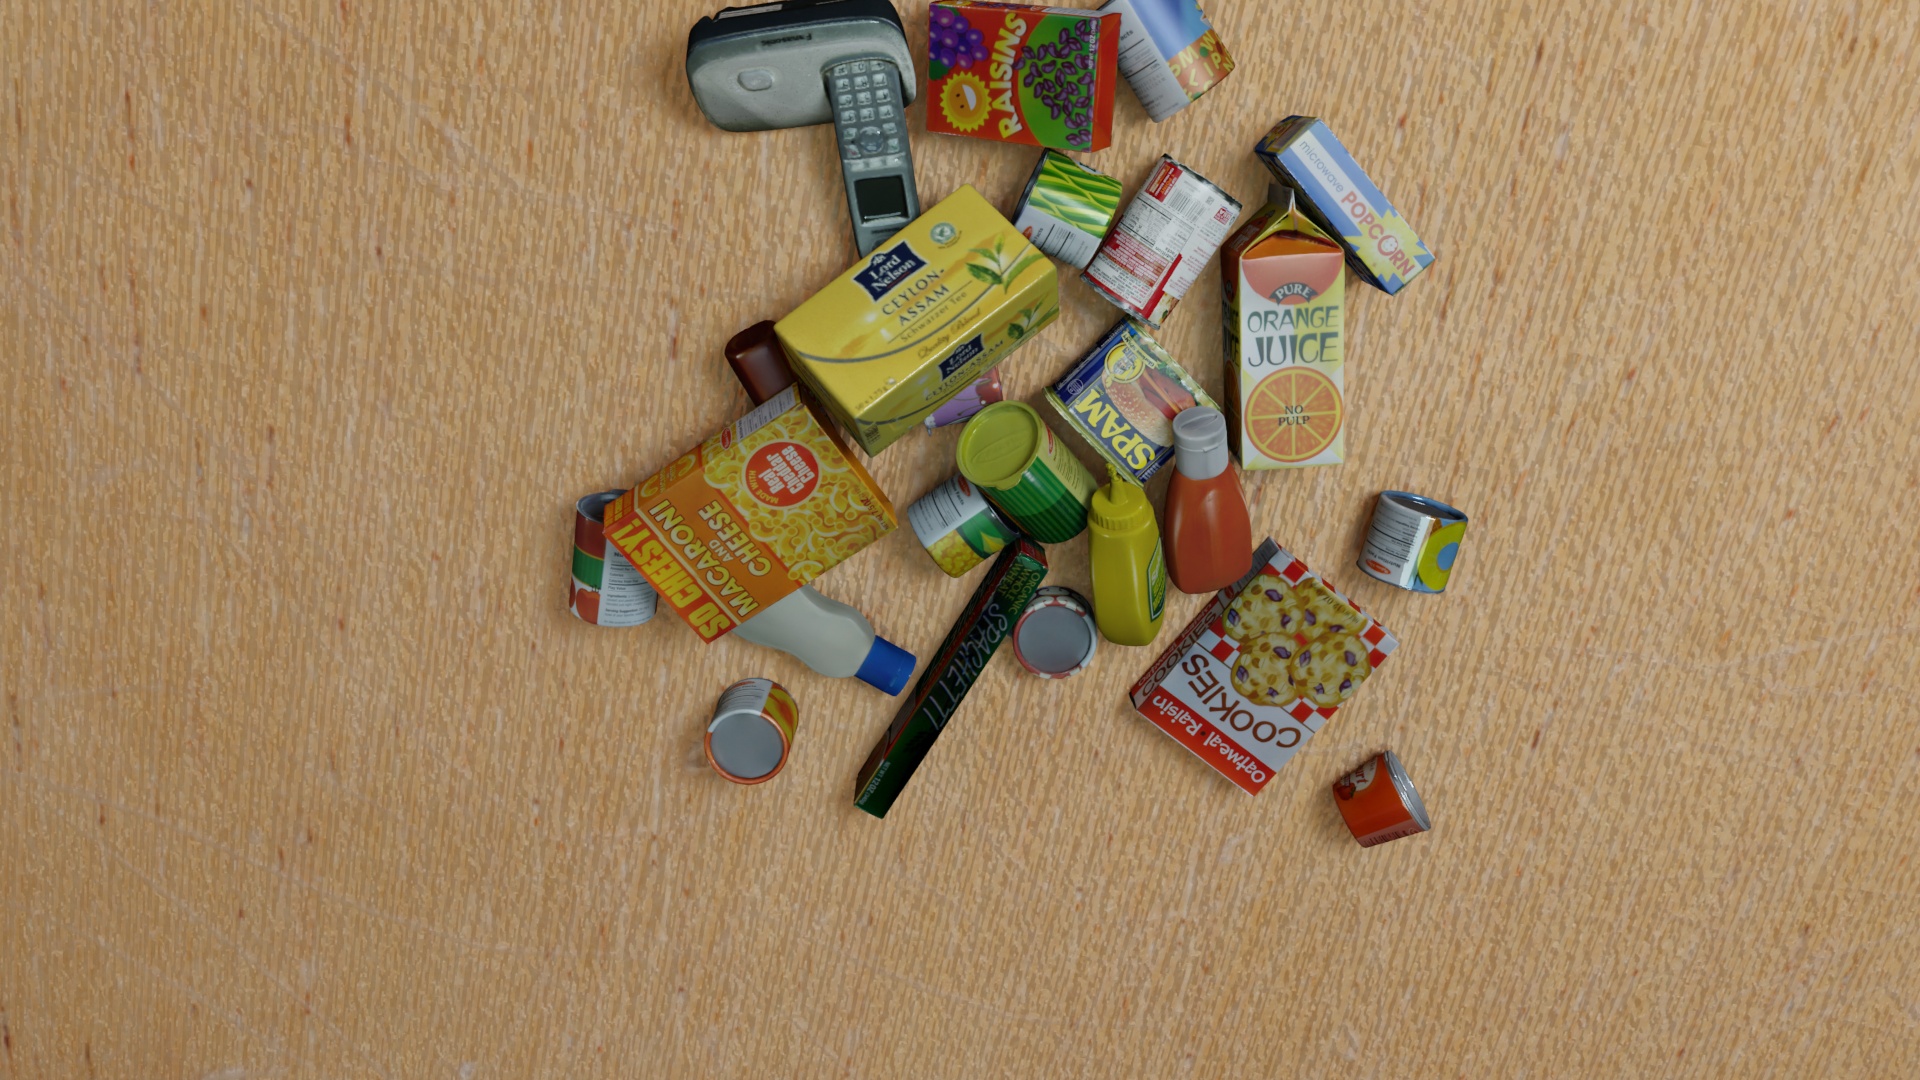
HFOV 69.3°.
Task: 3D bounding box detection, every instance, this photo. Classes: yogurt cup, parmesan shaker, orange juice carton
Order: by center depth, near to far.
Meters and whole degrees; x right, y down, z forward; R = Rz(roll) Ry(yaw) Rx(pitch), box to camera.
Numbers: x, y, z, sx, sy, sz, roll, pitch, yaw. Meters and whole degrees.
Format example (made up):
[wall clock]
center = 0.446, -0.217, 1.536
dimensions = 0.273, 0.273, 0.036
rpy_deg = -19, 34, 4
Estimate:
[orange juice carton]
center = 0.225, -0.151, 0.974
dimensions = 0.073, 0.072, 0.192
rpy_deg = -4, 108, 2
[parmesan shaker]
center = 0.050, -0.044, 0.987
dimensions = 0.071, 0.071, 0.103
rpy_deg = -34, 143, 11
[yogurt cup]
center = 0.329, 0.206, 1.092
dimensions = 0.054, 0.073, 0.072
rpy_deg = -30, 105, 18

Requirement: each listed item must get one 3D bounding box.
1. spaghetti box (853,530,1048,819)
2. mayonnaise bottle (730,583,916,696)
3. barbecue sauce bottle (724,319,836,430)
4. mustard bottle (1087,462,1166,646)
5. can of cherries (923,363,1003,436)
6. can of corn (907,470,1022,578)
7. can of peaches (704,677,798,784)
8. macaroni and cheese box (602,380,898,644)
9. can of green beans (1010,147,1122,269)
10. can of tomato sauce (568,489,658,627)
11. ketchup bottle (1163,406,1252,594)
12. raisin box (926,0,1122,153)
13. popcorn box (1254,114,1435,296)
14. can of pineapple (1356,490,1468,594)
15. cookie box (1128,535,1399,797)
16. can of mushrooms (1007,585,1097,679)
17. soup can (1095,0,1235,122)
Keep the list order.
[spaghetti box]
center = -0.009, 0.105, 1.071
dimensions = 0.028, 0.050, 0.249
rpy_deg = 30, 106, -10
[mayonnaise bottle]
center = -0.106, 0.071, 1.067
dimensions = 0.148, 0.041, 0.064
rpy_deg = 30, 106, -9
[barbecue sauce bottle]
center = -0.117, -0.085, 1.008
dimensions = 0.044, 0.065, 0.148
rpy_deg = -28, 114, 0
[mustard bottle]
center = 0.119, 0.007, 1.003
dimensions = 0.049, 0.066, 0.159
rpy_deg = 6, 137, 20
[can of cherries]
center = -0.001, -0.114, 0.993
dimensions = 0.058, 0.072, 0.071
rpy_deg = -10, 108, 3
[can of corn]
center = 0.004, -0.013, 1.026
dimensions = 0.058, 0.071, 0.071
rpy_deg = -34, 104, 12
[can of peaches]
center = -0.161, 0.151, 1.084
dimensions = 0.071, 0.058, 0.071
rpy_deg = 0, 107, 1
[macaroni and cheese box]
center = -0.148, -0.017, 0.983
dimensions = 0.166, 0.040, 0.123
rpy_deg = -31, 122, 8
[can of green beans]
center = 0.071, -0.228, 0.954
dimensions = 0.058, 0.071, 0.071
rpy_deg = 24, 107, -7
[can of tomato sauce]
center = -0.256, 0.013, 1.036
dimensions = 0.071, 0.071, 0.082
rpy_deg = 10, 111, -2
[ketchup bottle]
center = 0.176, -0.028, 0.998
dimensions = 0.065, 0.044, 0.148
rpy_deg = -20, 133, -7
[raisin box]
center = 0.040, -0.307, 0.914
dimensions = 0.123, 0.040, 0.085
rpy_deg = 15, 120, 24
[popcorn box]
center = 0.258, -0.229, 0.941
dimensions = 0.038, 0.085, 0.126
rpy_deg = -41, 103, 12
[can of pineapple]
center = 0.334, 0.000, 1.025
dimensions = 0.071, 0.071, 0.057
rpy_deg = 12, 108, -3
[cookie box]
center = 0.232, 0.099, 1.071
dimensions = 0.123, 0.040, 0.167
rpy_deg = 37, 104, -10
[can of mushrooms]
center = 0.070, 0.071, 1.068
dimensions = 0.071, 0.033, 0.070
rpy_deg = 0, 109, 0
[soup can]
center = 0.135, -0.332, 0.921
dimensions = 0.071, 0.071, 0.083
rpy_deg = -34, 105, 11
